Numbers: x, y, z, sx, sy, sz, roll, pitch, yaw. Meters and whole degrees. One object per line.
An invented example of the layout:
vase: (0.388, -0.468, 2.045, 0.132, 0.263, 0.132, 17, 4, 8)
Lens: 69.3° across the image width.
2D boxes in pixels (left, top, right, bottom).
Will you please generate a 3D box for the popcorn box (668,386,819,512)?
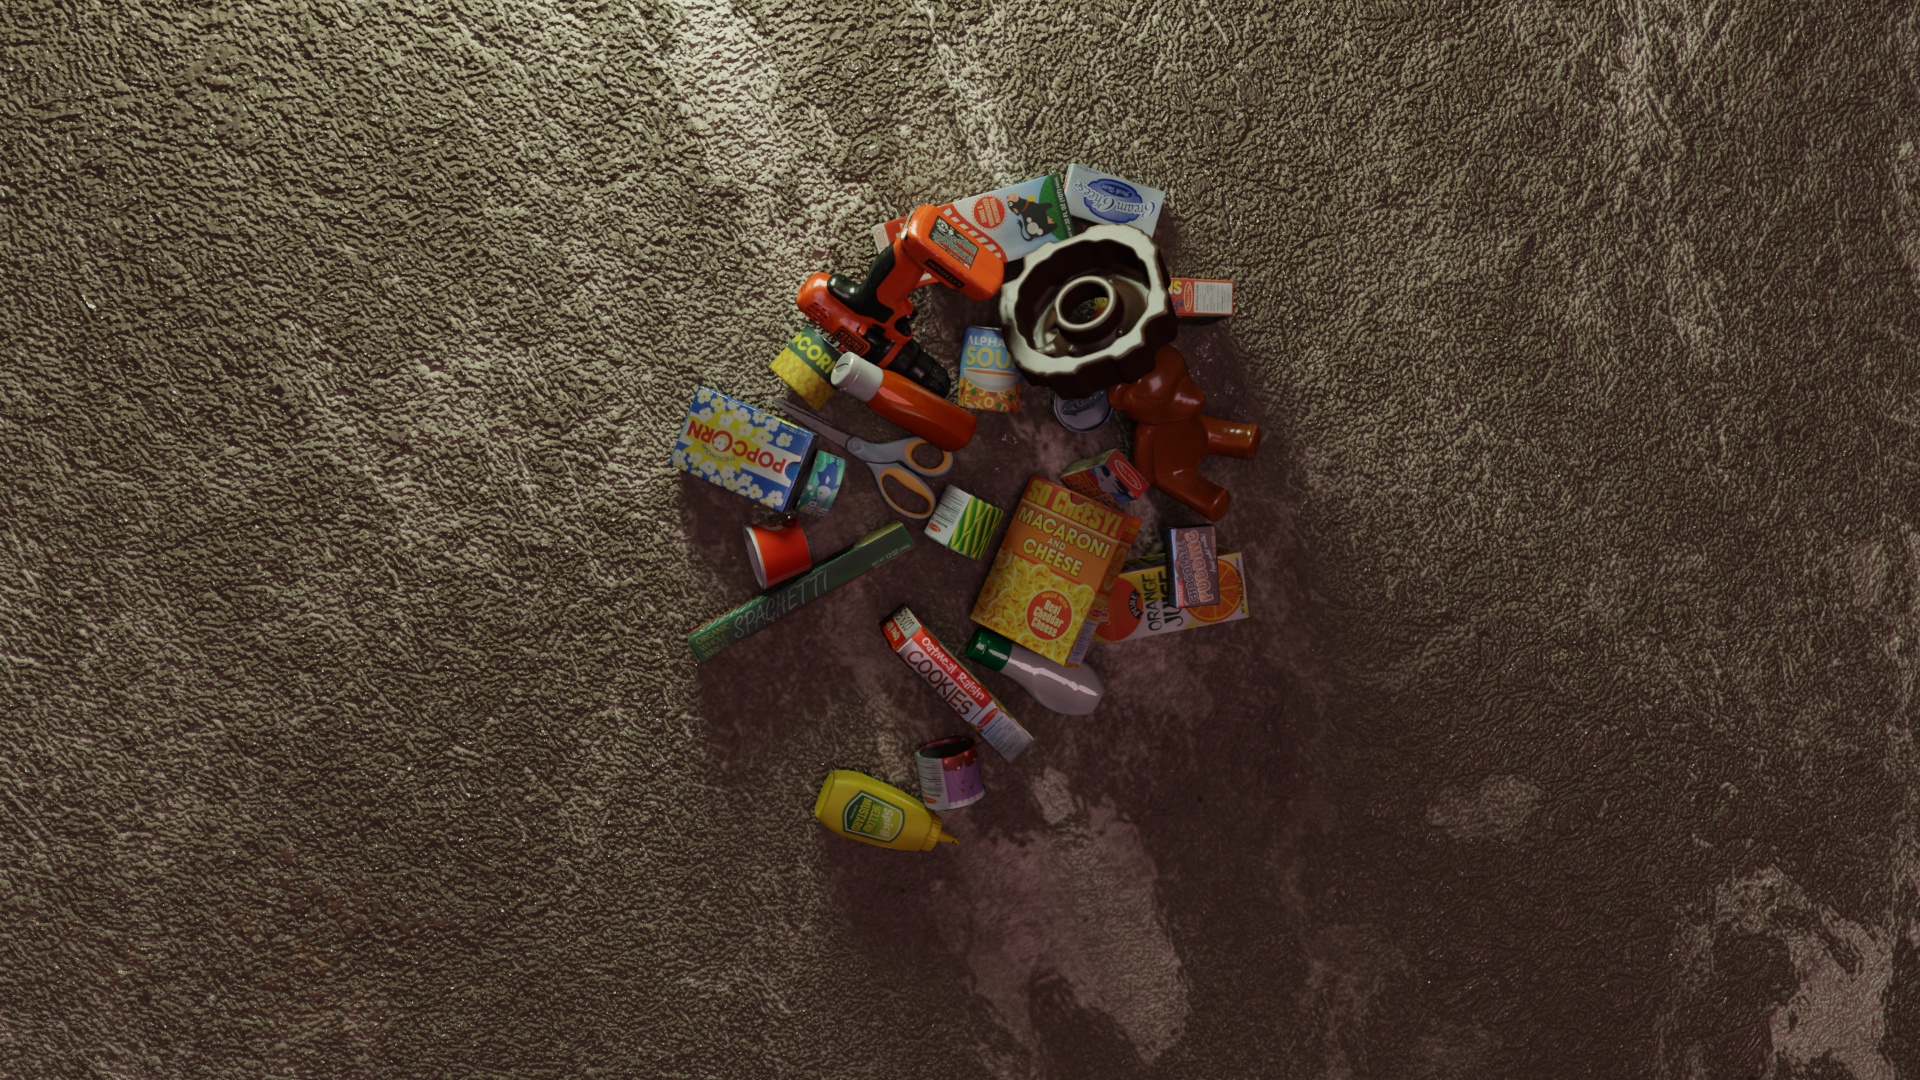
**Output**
popcorn box: (-0.214, -0.090, 1.376, 0.127, 0.038, 0.085, 23, 93, 5)

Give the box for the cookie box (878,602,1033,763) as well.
cookie box: (-0.008, 0.144, 1.421, 0.040, 0.123, 0.167, -44, 103, -2)

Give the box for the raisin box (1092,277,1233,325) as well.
raisin box: (0.207, -0.244, 1.424, 0.123, 0.086, 0.040, 1, 93, -10)

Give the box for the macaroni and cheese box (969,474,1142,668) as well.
macaroni and cheese box: (0.098, 0.031, 1.431, 0.124, 0.040, 0.166, 25, 94, 30)

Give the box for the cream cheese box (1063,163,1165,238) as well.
cream cheese box: (0.155, -0.348, 1.432, 0.104, 0.024, 0.053, 14, 97, -12)

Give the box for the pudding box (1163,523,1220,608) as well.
pudding box: (0.236, 0.026, 1.422, 0.050, 0.030, 0.083, -4, 92, -8)

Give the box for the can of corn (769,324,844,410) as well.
can of corn: (-0.147, -0.171, 1.377, 0.071, 0.071, 0.058, 42, 90, -13)

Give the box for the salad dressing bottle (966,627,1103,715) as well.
salad dressing bottle: (0.079, 0.137, 1.478, 0.147, 0.044, 0.064, 25, 95, -12)

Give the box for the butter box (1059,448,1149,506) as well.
butter box: (0.147, -0.062, 1.432, 0.053, 0.103, 0.024, 47, 69, -12)

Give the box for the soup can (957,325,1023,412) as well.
soup can: (0.033, -0.174, 1.410, 0.071, 0.071, 0.083, 3, 98, -11)

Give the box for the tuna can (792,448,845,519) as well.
tuna can: (-0.143, -0.055, 1.396, 0.033, 0.071, 0.071, 21, 94, -13)

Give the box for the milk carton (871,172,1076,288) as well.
milk carton: (0.011, -0.305, 1.386, 0.191, 0.073, 0.072, -18, 101, -7)

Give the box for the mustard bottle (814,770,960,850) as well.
mustard bottle: (-0.071, 0.294, 1.469, 0.160, 0.049, 0.065, 21, 96, -12)

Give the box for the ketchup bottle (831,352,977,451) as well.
ketchup bottle: (-0.058, -0.136, 1.372, 0.149, 0.064, 0.043, 26, 75, -31)

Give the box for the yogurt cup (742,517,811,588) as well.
yogurt cup: (-0.184, 0.010, 1.401, 0.054, 0.072, 0.072, -16, 101, -16)

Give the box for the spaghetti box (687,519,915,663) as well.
spaghetti box: (-0.163, 0.051, 1.417, 0.250, 0.050, 0.028, -29, 100, -5)

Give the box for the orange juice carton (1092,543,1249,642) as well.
orange juice carton: (0.201, 0.058, 1.473, 0.193, 0.073, 0.071, -10, 98, -9)

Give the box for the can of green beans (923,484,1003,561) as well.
can of green beans: (0.004, -0.019, 1.430, 0.071, 0.071, 0.058, 26, 92, -13)

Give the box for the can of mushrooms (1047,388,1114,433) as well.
can of mushrooms: (0.125, -0.148, 1.450, 0.071, 0.033, 0.071, -2, 99, -10)

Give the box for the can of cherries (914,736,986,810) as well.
can of cherries: (-0.010, 0.245, 1.467, 0.071, 0.071, 0.058, -12, 99, -8)
